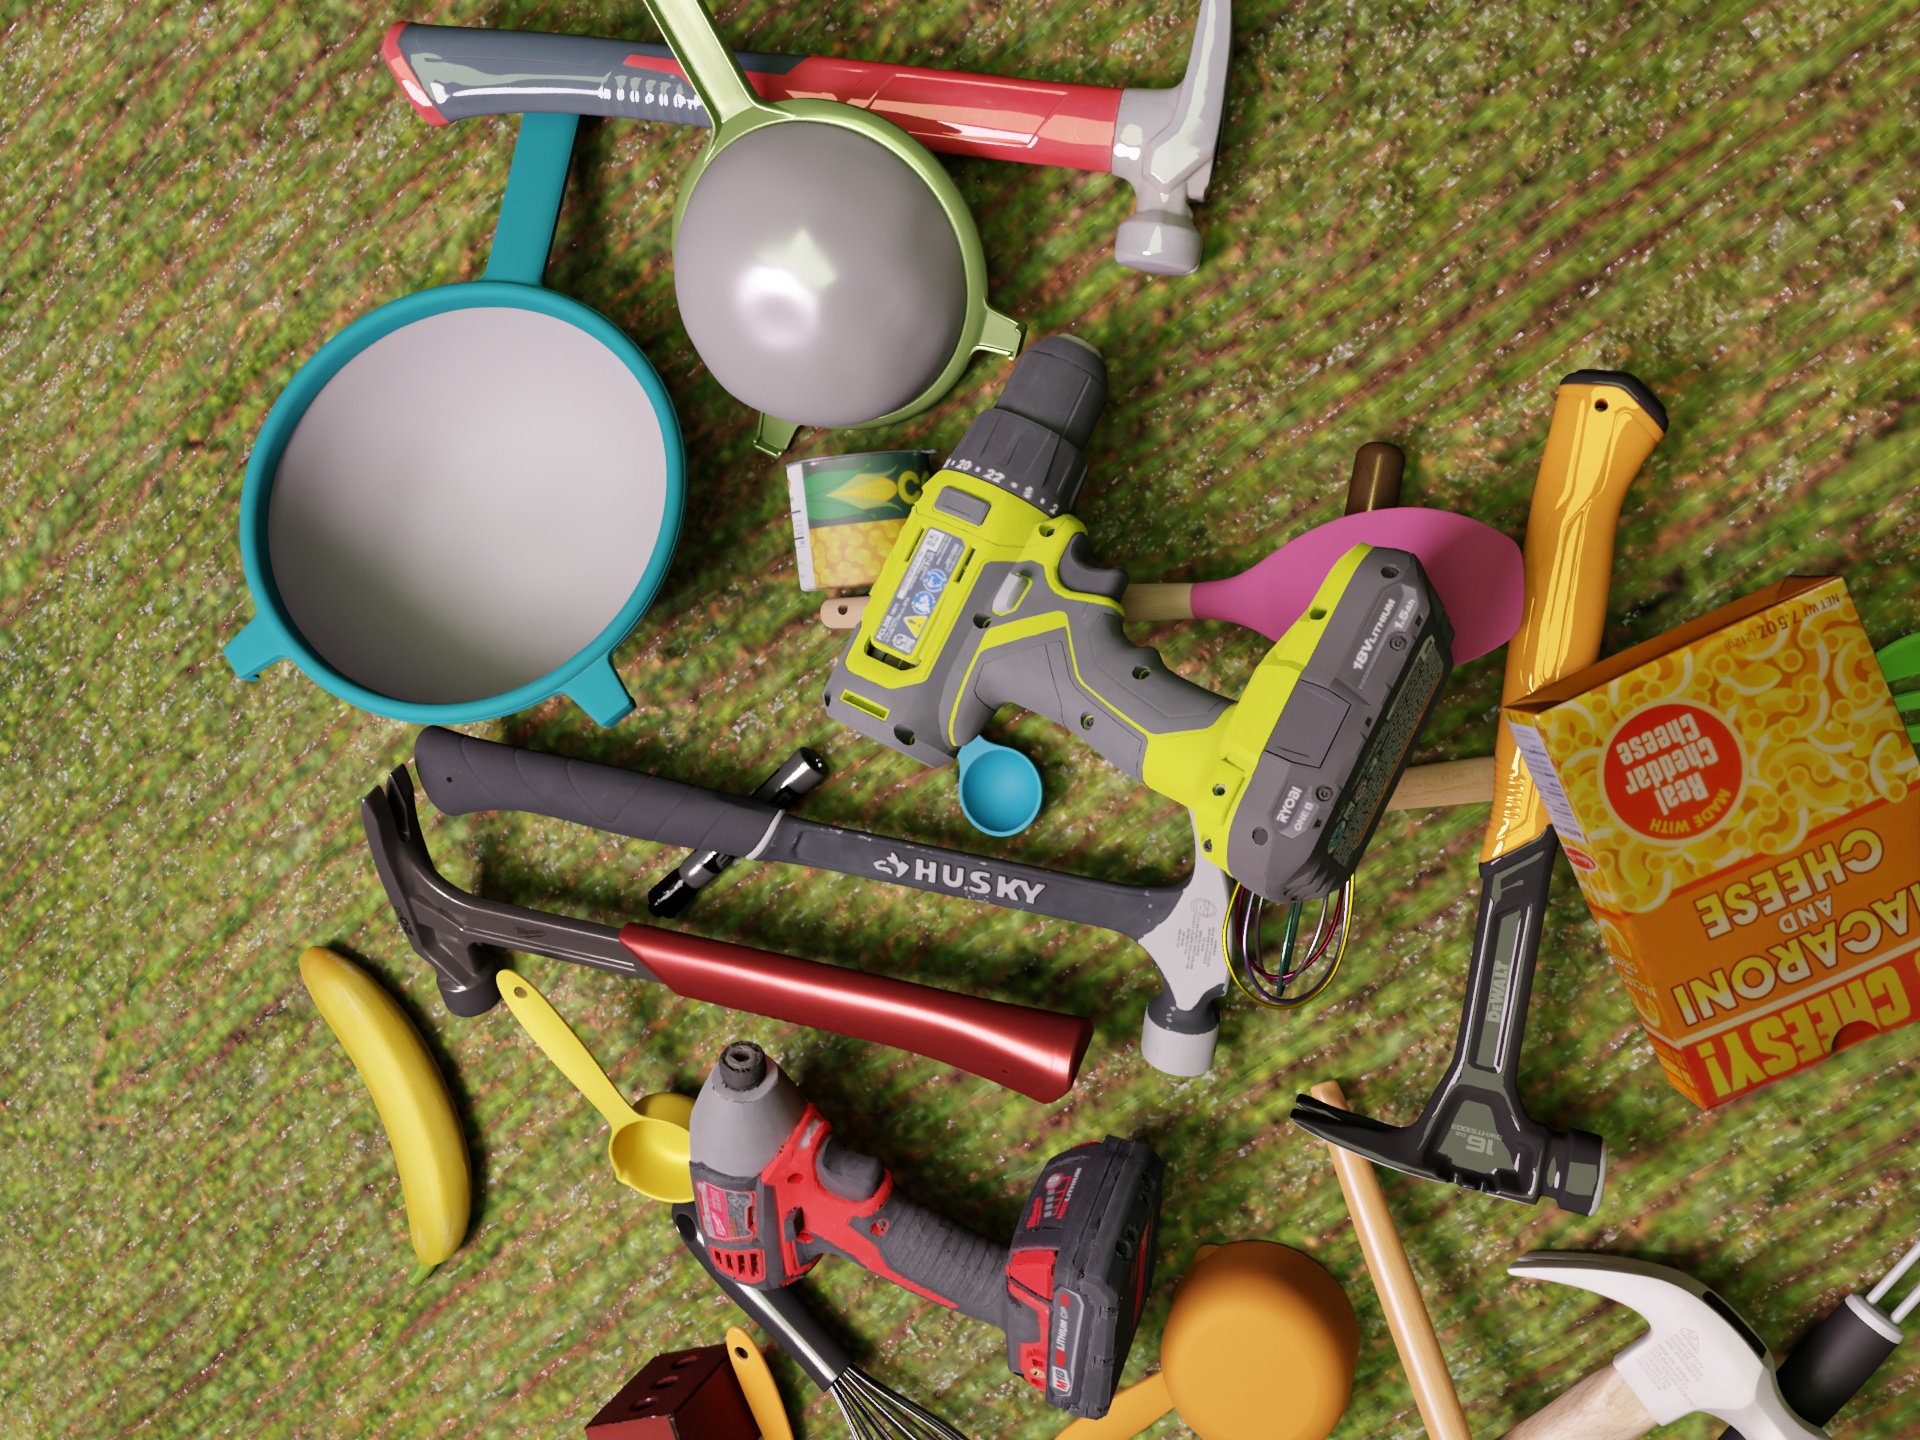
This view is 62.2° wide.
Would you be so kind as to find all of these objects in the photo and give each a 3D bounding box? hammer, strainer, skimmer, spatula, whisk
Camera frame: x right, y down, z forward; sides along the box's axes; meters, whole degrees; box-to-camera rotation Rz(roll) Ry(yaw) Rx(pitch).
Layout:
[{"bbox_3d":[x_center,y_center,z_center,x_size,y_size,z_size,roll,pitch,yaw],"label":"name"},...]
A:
[{"bbox_3d":[-0.073,0.053,0.744,0.409,0.036,0.149,11,113,14],"label":"hammer"},{"bbox_3d":[0.224,0.027,0.649,0.127,0.034,0.337,11,98,19],"label":"hammer"},{"bbox_3d":[-0.212,-0.155,0.774,0.211,0.095,0.340,7,78,9],"label":"strainer"},{"bbox_3d":[0.384,0.189,0.611,0.127,0.090,0.363,45,111,38],"label":"skimmer"},{"bbox_3d":[-0.114,0.112,0.748,0.359,0.037,0.149,9,129,20],"label":"hammer"},{"bbox_3d":[0.203,0.312,0.667,0.081,0.041,0.323,-40,62,52],"label":"spatula"},{"bbox_3d":[-0.092,-0.226,0.669,0.151,0.069,0.256,-16,118,29],"label":"strainer"},{"bbox_3d":[-0.062,0.327,0.796,0.239,0.055,0.055,43,107,14],"label":"whisk"},{"bbox_3d":[0.154,0.002,0.675,0.047,0.051,0.245,10,89,28],"label":"whisk"},{"bbox_3d":[0.208,0.353,0.704,0.331,0.031,0.130,-46,63,22],"label":"hammer"},{"bbox_3d":[-0.074,-0.295,0.710,0.386,0.038,0.143,10,98,10],"label":"hammer"}]

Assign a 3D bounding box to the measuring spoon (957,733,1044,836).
[{"bbox_3d":[-0.001,-0.002,0.755,0.042,0.021,0.129,-39,75,21],"label":"measuring spoon"}]

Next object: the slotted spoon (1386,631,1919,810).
[{"bbox_3d":[0.278,0.015,0.659,0.314,0.031,0.070,-9,93,20],"label":"slotted spoon"}]

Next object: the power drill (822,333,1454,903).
[{"bbox_3d":[0.073,-0.045,0.641,0.229,0.080,0.190,25,87,27],"label":"power drill"}]

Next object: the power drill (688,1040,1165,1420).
[{"bbox_3d":[-0.024,0.224,0.732,0.220,0.079,0.143,13,127,18],"label":"power drill"}]

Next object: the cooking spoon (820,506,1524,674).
[{"bbox_3d":[0.078,-0.052,0.693,0.319,0.017,0.069,0,85,26],"label":"cooking spoon"}]

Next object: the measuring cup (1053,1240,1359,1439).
[{"bbox_3d":[0.103,0.313,0.734,0.173,0.052,0.095,-38,84,16],"label":"measuring cup"}]

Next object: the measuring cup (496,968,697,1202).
[{"bbox_3d":[-0.175,0.177,0.796,0.062,0.029,0.156,-28,107,25],"label":"measuring cup"}]

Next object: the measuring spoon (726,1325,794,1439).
[{"bbox_3d":[-0.099,0.361,0.813,0.021,0.011,0.117,-10,106,27],"label":"measuring spoon"}]
